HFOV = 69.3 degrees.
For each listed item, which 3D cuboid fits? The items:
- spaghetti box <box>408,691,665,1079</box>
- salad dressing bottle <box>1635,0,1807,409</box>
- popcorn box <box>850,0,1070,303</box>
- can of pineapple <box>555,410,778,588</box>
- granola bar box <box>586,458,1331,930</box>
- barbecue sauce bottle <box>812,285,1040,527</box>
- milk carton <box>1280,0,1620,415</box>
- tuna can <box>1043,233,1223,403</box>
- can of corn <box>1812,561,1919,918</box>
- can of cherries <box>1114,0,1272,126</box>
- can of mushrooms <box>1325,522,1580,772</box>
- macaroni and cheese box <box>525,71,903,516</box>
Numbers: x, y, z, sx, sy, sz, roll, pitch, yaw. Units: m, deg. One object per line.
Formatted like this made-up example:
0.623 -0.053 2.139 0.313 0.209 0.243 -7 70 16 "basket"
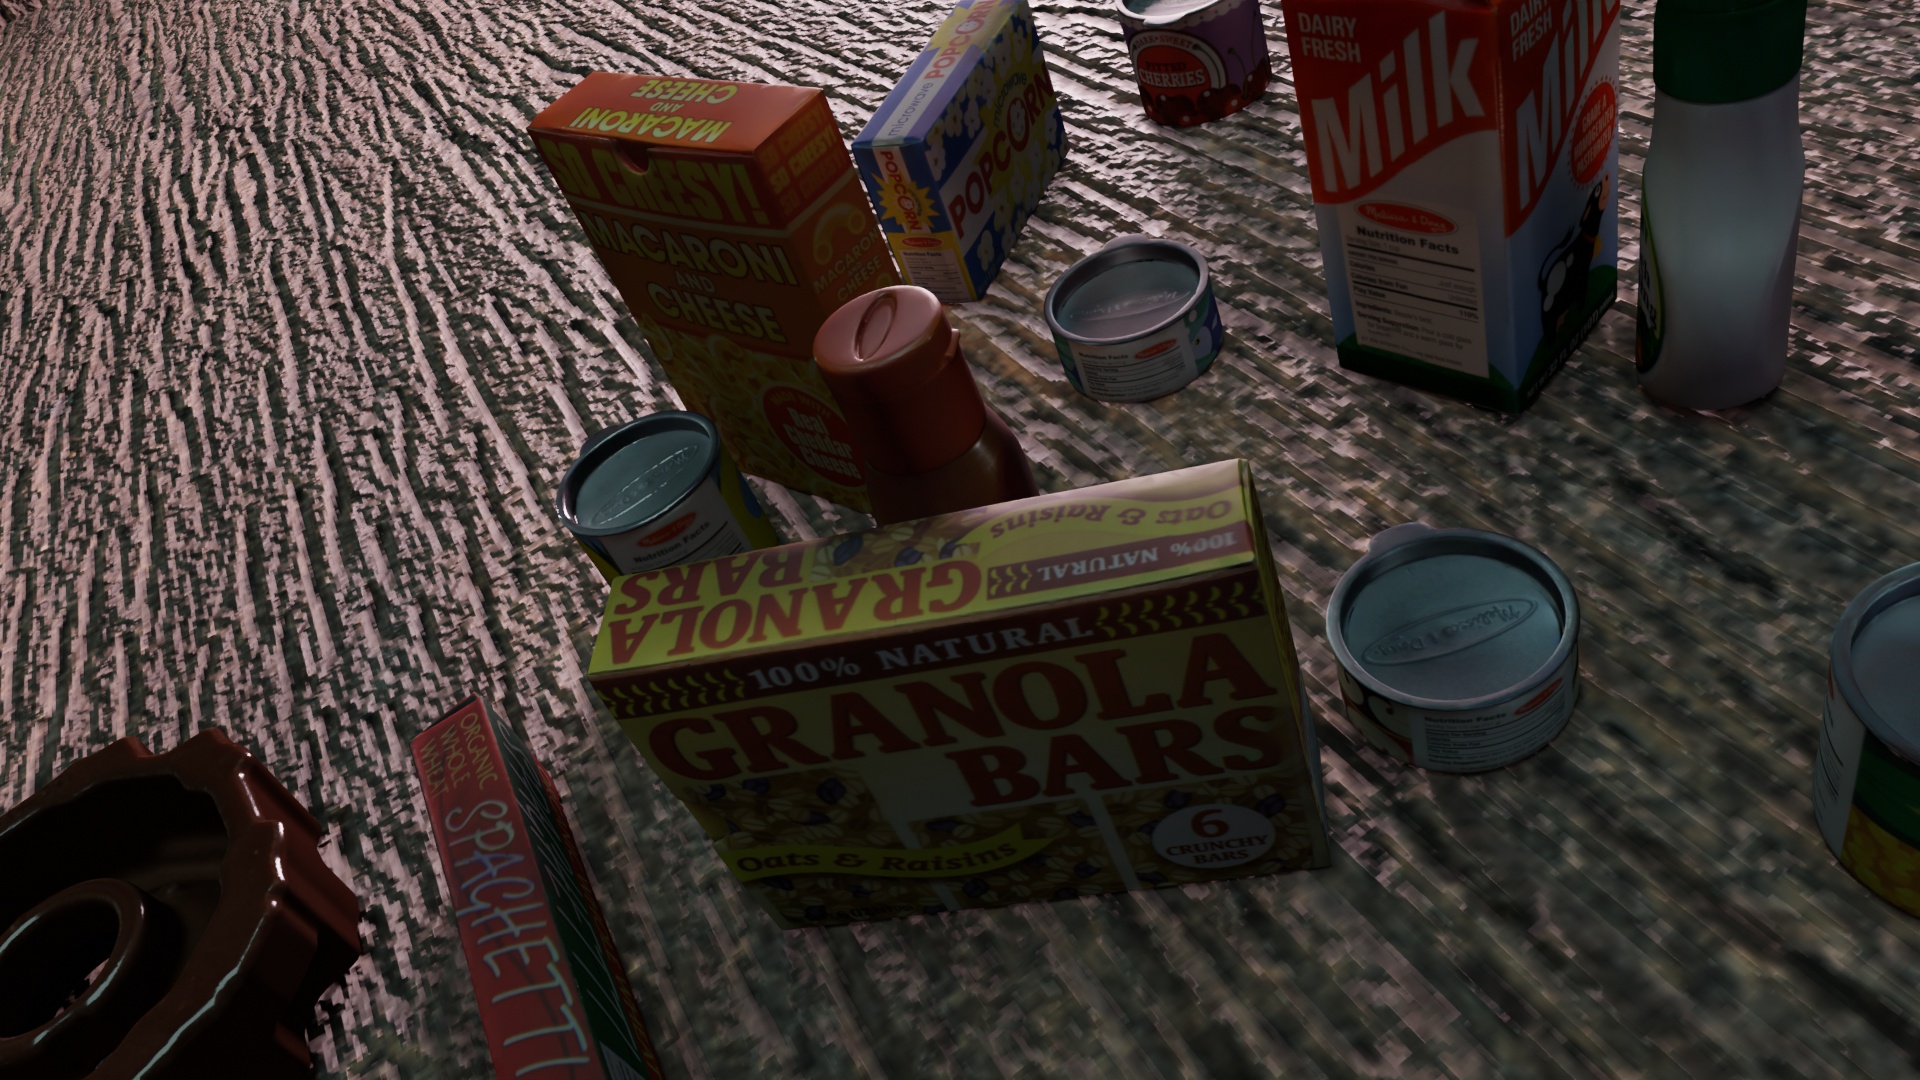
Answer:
-0.108 0.135 0.386 0.029 0.050 0.251 -32 42 -9 "spaghetti box"
0.224 -0.107 0.411 0.044 0.147 0.064 2 47 27 "salad dressing bottle"
0.004 -0.180 0.637 0.038 0.085 0.127 4 48 29 "popcorn box"
-0.111 -0.008 0.531 0.071 0.057 0.071 -13 42 12 "can of pineapple"
0.006 0.049 0.367 0.165 0.123 0.039 -11 43 15 "granola bar box"
0.001 -0.005 0.407 0.043 0.148 0.065 -5 44 20 "barbecue sauce bottle"
0.159 -0.140 0.443 0.073 0.189 0.072 25 60 41 "milk carton"
0.069 -0.089 0.551 0.071 0.032 0.071 -13 42 12 "tuna can"
0.235 0.047 0.312 0.071 0.058 0.071 -13 42 12 "can of corn"
0.112 -0.241 0.671 0.071 0.058 0.072 -13 42 12 "can of cherries"
0.139 0.029 0.395 0.071 0.033 0.071 -13 42 12 "can of mushrooms"
-0.073 -0.086 0.513 0.124 0.165 0.040 18 56 37 "macaroni and cheese box"
